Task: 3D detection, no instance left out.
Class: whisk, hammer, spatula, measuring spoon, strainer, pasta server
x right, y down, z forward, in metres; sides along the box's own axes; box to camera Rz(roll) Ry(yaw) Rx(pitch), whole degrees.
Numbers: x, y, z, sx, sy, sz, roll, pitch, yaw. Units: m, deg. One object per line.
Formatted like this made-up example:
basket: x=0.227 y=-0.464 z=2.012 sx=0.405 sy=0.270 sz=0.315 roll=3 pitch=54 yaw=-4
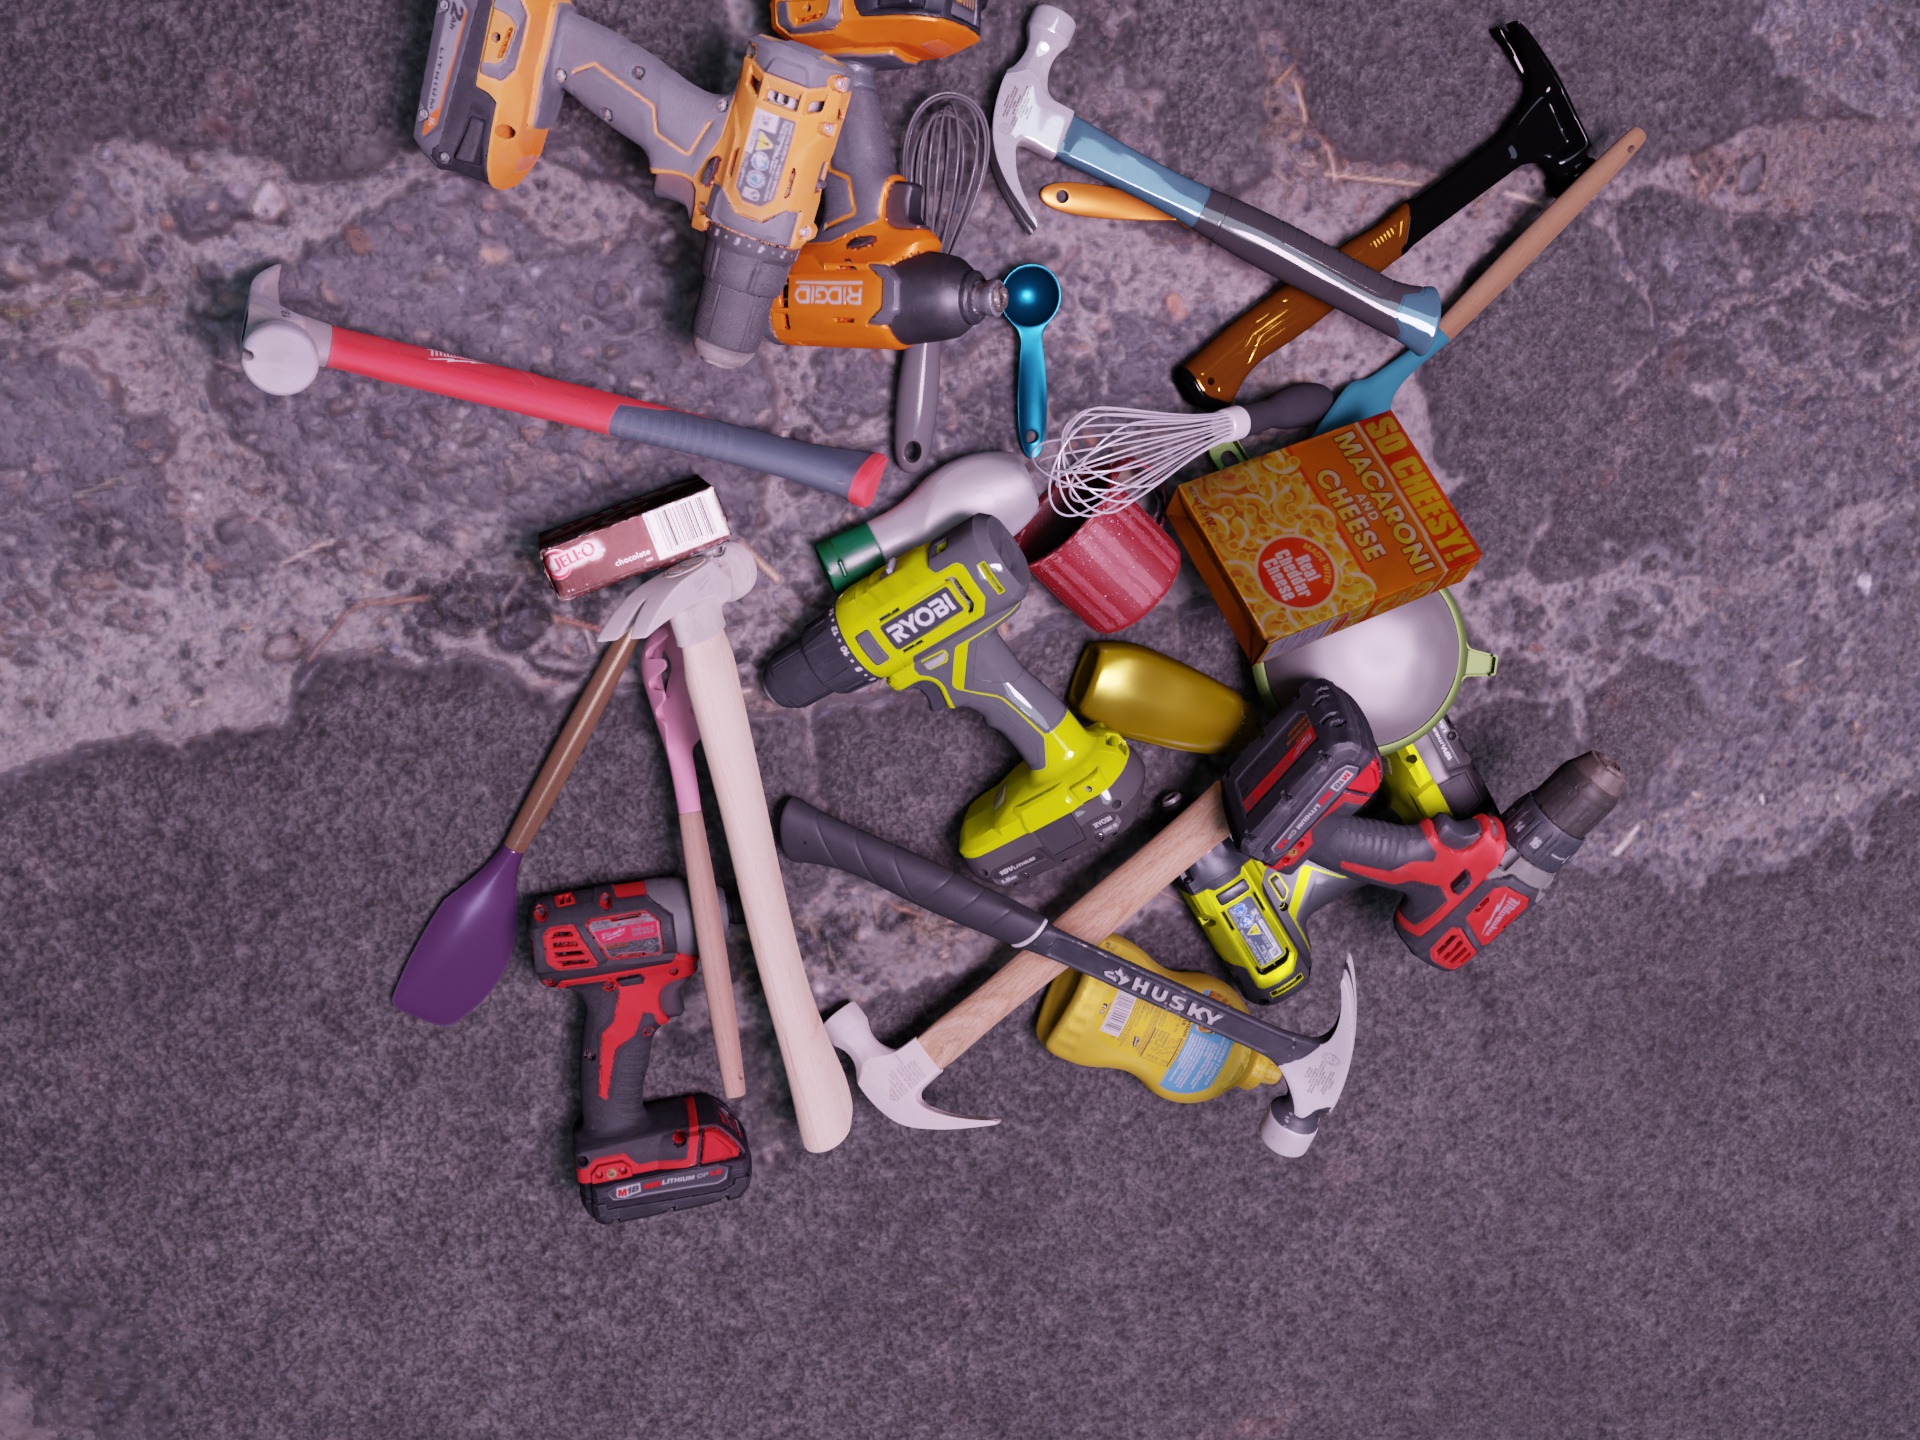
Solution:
whisk: x=0.154 y=-0.187 z=1.032 sx=0.284 sy=0.070 sz=0.070 roll=-22 pitch=110 yaw=-39
hammer: x=0.282 y=-0.331 z=1.091 sx=0.337 sy=0.034 sz=0.127 roll=-38 pitch=110 yaw=-4
hammer: x=-0.228 y=-0.195 z=0.968 sx=0.386 sy=0.143 sz=0.038 roll=10 pitch=115 yaw=-28
whisk: x=-0.018 y=-0.278 z=1.022 sx=0.055 sy=0.055 sz=0.239 roll=3 pitch=106 yaw=-15
spatula: x=0.360 y=-0.283 z=1.102 sx=0.317 sy=0.044 sz=0.082 roll=-47 pitch=124 yaw=9
hammer: x=0.170 y=-0.329 z=1.037 sx=0.331 sy=0.033 sz=0.128 roll=24 pitch=95 yaw=-9
measuring spoon: x=0.045 y=-0.240 z=1.063 sx=0.042 sy=0.021 sz=0.128 roll=-7 pitch=113 yaw=-14
measuring spoon: x=0.109 y=-0.342 z=1.055 sx=0.117 sy=0.011 sz=0.021 roll=2 pitch=102 yaw=-15
hammer: x=0.067 y=0.161 z=1.107 sx=0.331 sy=0.031 sz=0.130 roll=-40 pitch=79 yaw=1
spatula: x=-0.279 y=0.062 z=1.043 sx=0.059 sy=0.018 sz=0.316 roll=27 pitch=96 yaw=-22
strainer: x=0.248 y=-0.092 z=1.083 sx=0.151 sy=0.069 sz=0.256 roll=-34 pitch=91 yaw=1
hammer: x=0.065 y=0.145 z=1.049 sx=0.409 sy=0.036 sz=0.149 roll=24 pitch=121 yaw=9
hammer: x=-0.133 y=0.101 z=1.015 sx=0.038 sy=0.146 sz=0.410 roll=-4 pitch=110 yaw=20
pasta server: x=-0.165 y=0.085 z=1.026 sx=0.040 sy=0.060 sz=0.316 roll=-10 pitch=88 yaw=31

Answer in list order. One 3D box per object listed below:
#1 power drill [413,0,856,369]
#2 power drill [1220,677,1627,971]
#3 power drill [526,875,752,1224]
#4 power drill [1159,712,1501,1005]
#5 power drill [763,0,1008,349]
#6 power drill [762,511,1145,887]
power drill: x=-0.190 y=-0.320 z=0.914 sx=0.226 sy=0.084 sz=0.185 roll=20 pitch=113 yaw=-1
power drill: x=0.310 y=0.060 z=1.058 sx=0.226 sy=0.080 sz=0.188 roll=28 pitch=118 yaw=-20
power drill: x=-0.205 y=0.213 z=1.069 sx=0.143 sy=0.079 sz=0.219 roll=-9 pitch=102 yaw=-13
power drill: x=0.264 y=0.081 z=1.159 sx=0.223 sy=0.080 sz=0.171 roll=-32 pitch=104 yaw=-3
power drill: x=-0.041 y=-0.336 z=0.946 sx=0.164 sy=0.084 sz=0.226 roll=10 pitch=103 yaw=27
power drill: x=-0.002 y=-0.003 z=1.054 sx=0.190 sy=0.080 sz=0.228 roll=-29 pitch=112 yaw=21
